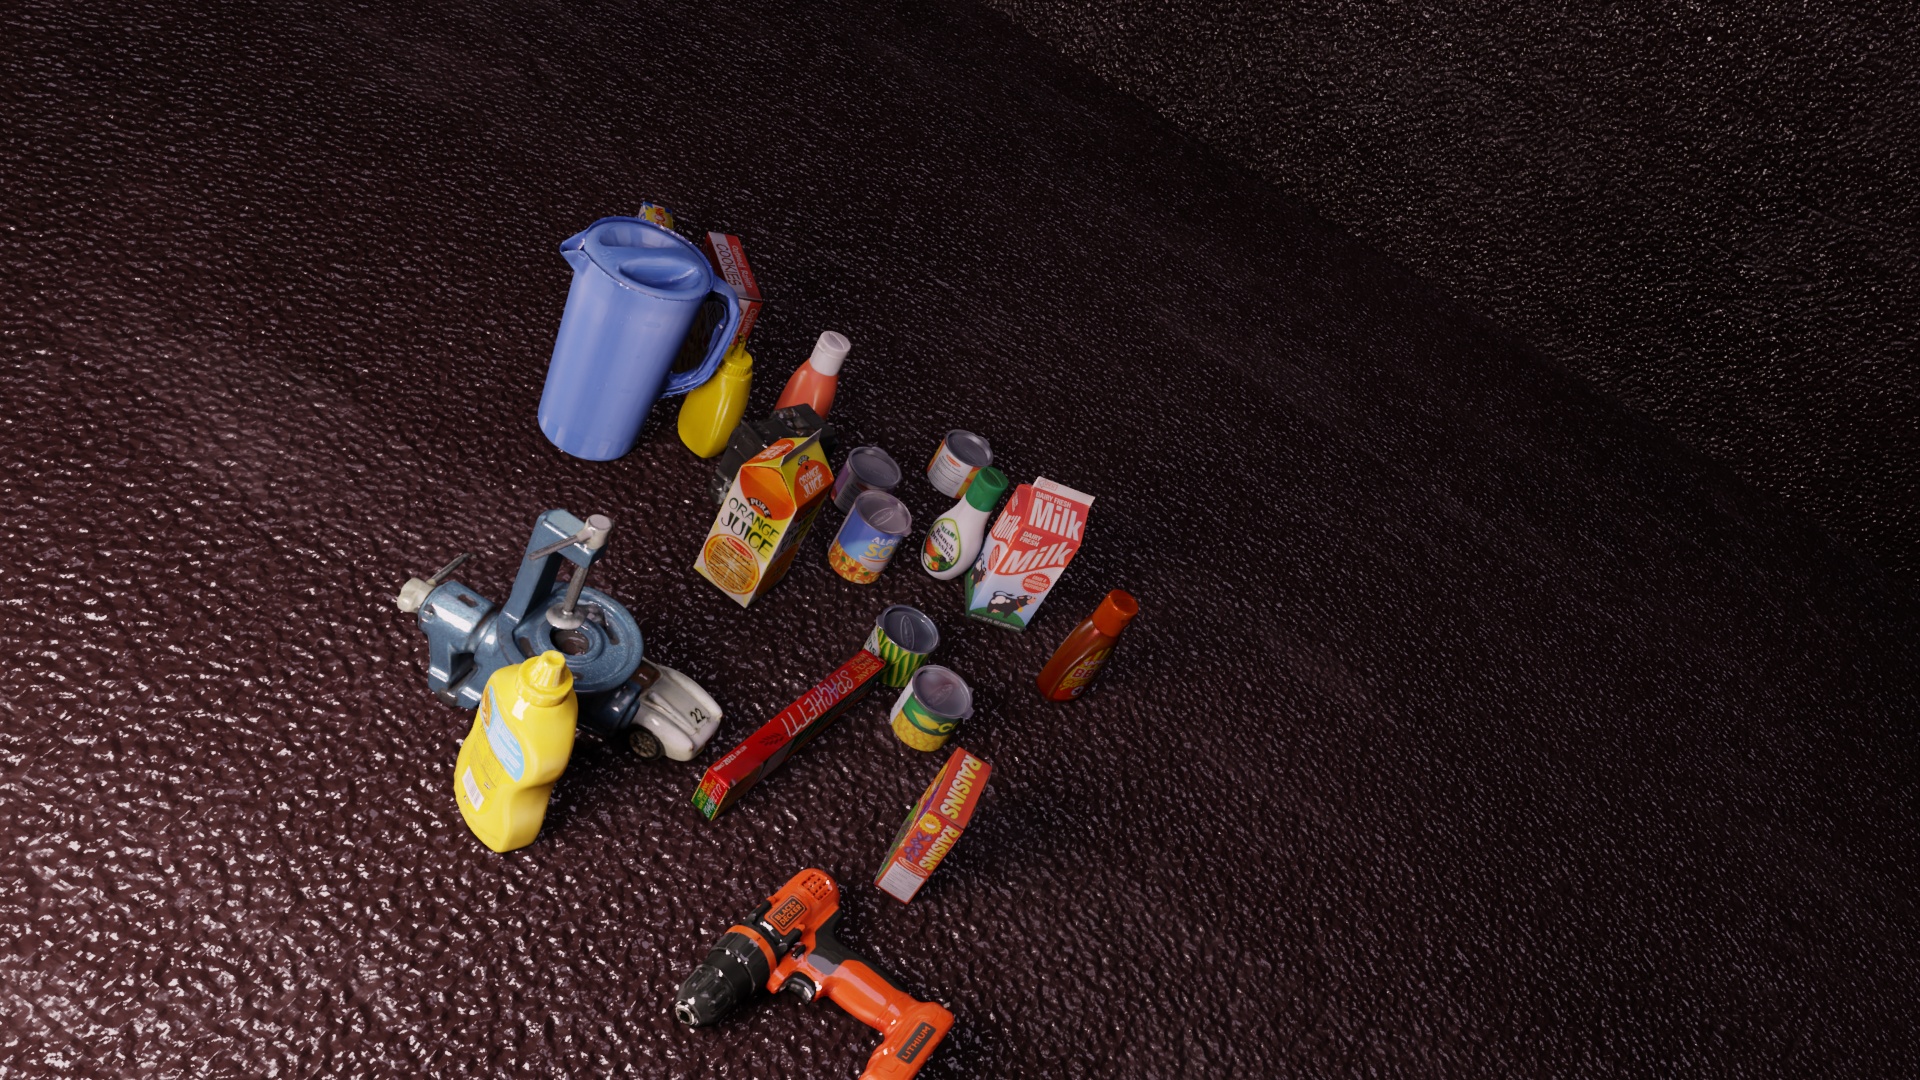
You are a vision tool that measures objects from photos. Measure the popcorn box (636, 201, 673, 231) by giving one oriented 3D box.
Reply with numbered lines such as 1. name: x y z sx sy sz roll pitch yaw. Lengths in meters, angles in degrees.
1. popcorn box: -0.383 -0.345 1.711 0.038 0.084 0.127 11 41 -26

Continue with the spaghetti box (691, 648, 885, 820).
1. spaghetti box: -0.156 0.176 1.302 0.029 0.050 0.251 40 37 11

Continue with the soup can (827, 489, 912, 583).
1. soup can: -0.098 -0.001 1.518 0.071 0.083 0.072 20 38 -16

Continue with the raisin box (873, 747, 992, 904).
1. raisin box: -0.024 0.255 1.243 0.040 0.122 0.086 32 36 0

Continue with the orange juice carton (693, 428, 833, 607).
1. orange juice carton: -0.192 -0.030 1.394 0.073 0.191 0.072 37 37 7

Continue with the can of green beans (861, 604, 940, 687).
1. can of green beans: -0.063 0.109 1.438 0.071 0.057 0.071 20 38 -16

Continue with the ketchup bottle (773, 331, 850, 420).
1. ketchup bottle: -0.172 -0.175 1.611 0.044 0.148 0.065 -14 56 -44

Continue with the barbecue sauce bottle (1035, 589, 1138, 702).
1. barbecue sauce bottle: 0.140 0.114 1.501 0.065 0.147 0.044 -3 49 -38

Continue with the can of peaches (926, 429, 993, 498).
1. can of peaches: 0.000 -0.094 1.717 0.071 0.057 0.071 20 38 -16

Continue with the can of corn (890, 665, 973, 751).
1. can of corn: -0.028 0.170 1.392 0.071 0.058 0.071 20 38 -16

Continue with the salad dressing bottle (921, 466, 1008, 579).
1. salad dressing bottle: 0.006 -0.020 1.559 0.044 0.147 0.064 -11 54 -43

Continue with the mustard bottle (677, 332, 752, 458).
1. mustard bottle: -0.261 -0.164 1.526 0.065 0.159 0.049 45 38 17

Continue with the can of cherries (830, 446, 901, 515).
1. can of cherries: -0.109 -0.066 1.607 0.071 0.058 0.072 20 38 -16

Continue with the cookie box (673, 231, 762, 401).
1. cookie box: -0.286 -0.252 1.604 0.040 0.166 0.123 4 45 -33

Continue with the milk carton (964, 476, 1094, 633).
1. milk carton: 0.075 0.008 1.541 0.072 0.189 0.074 19 38 -17
